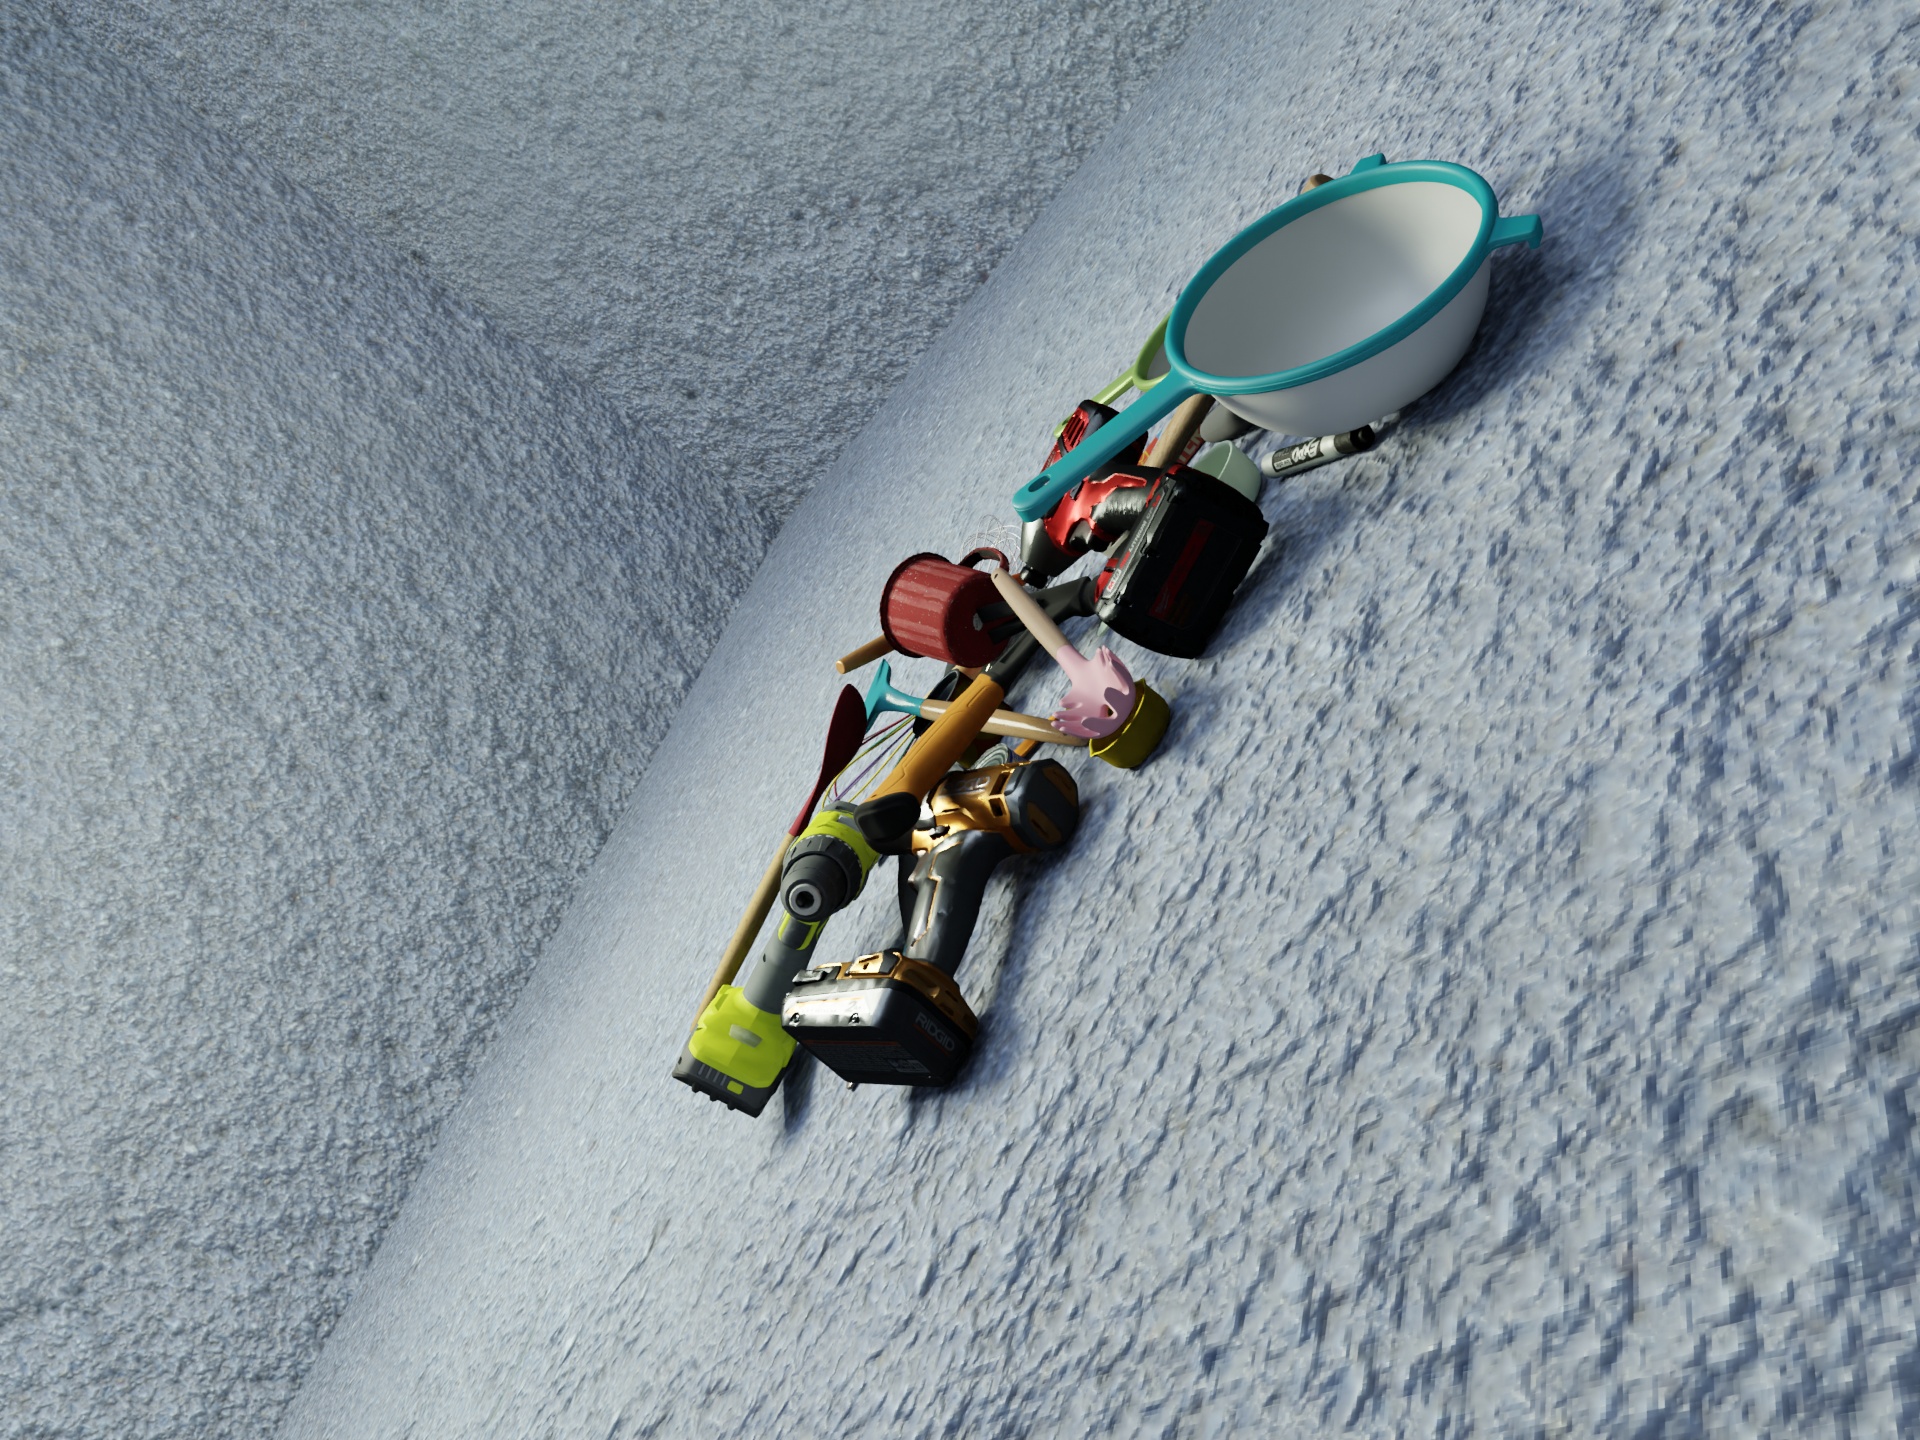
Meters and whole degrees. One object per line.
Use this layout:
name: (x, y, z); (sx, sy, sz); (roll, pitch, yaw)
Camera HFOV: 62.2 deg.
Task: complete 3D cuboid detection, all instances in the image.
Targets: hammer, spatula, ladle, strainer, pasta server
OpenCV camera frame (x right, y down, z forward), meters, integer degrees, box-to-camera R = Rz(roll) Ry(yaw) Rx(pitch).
hammer: (0.185, -0.252, 1.183); (0.331, 0.031, 0.130); (-60, 0, 37)
spatula: (0.000, -0.116, 1.455); (0.322, 0.041, 0.081); (-31, -13, -38)
hammer: (-0.037, 0.117, 1.259); (0.128, 0.033, 0.331); (-54, 15, 12)
hammer: (0.007, -0.013, 1.154); (0.127, 0.034, 0.337); (-14, 22, 34)
ladle: (-0.148, 0.117, 1.302); (0.315, 0.031, 0.069); (-63, -11, 2)
strainer: (0.184, -0.287, 1.332); (0.256, 0.069, 0.152); (-32, 26, 43)
strainer: (0.190, -0.207, 0.994); (0.340, 0.095, 0.211); (-37, 35, 4)
pasta server: (0.061, -0.059, 1.118); (0.060, 0.040, 0.316); (-54, 24, 11)
spatula: (-0.002, -0.004, 1.257); (0.318, 0.044, 0.082); (11, 77, 51)

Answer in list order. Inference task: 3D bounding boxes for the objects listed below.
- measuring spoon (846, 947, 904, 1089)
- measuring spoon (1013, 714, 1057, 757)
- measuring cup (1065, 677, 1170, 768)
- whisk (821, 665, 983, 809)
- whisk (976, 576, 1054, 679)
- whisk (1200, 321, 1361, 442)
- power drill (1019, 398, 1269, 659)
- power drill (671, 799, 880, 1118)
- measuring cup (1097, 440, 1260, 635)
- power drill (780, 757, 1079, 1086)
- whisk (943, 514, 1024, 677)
measuring spoon: (-0.068, 0.216, 1.168); (0.034, 0.018, 0.124); (-42, 21, 43)
measuring spoon: (0.039, 0.038, 1.239); (0.117, 0.011, 0.021); (-47, 16, 18)
measuring cup: (0.103, 0.000, 1.081); (0.062, 0.029, 0.156); (-56, 12, -1)
whisk: (-0.039, -0.001, 1.414); (0.051, 0.047, 0.245); (14, 50, 47)
whisk: (0.067, -0.115, 1.356); (0.246, 0.057, 0.059); (-64, 21, 17)
whisk: (0.229, -0.239, 1.168); (0.055, 0.055, 0.239); (-59, 10, -12)
power drill: (0.110, -0.132, 1.109); (0.143, 0.078, 0.220); (-62, 29, 13)
power drill: (-0.135, 0.180, 1.214); (0.228, 0.080, 0.190); (-64, 0, 11)
measuring cup: (0.159, -0.123, 1.151); (0.167, 0.038, 0.083); (-56, 14, 6)
power drill: (-0.033, 0.127, 1.063); (0.185, 0.084, 0.226); (-11, 42, 46)
whisk: (0.009, -0.091, 1.528); (0.070, 0.070, 0.285); (-40, 26, 47)
